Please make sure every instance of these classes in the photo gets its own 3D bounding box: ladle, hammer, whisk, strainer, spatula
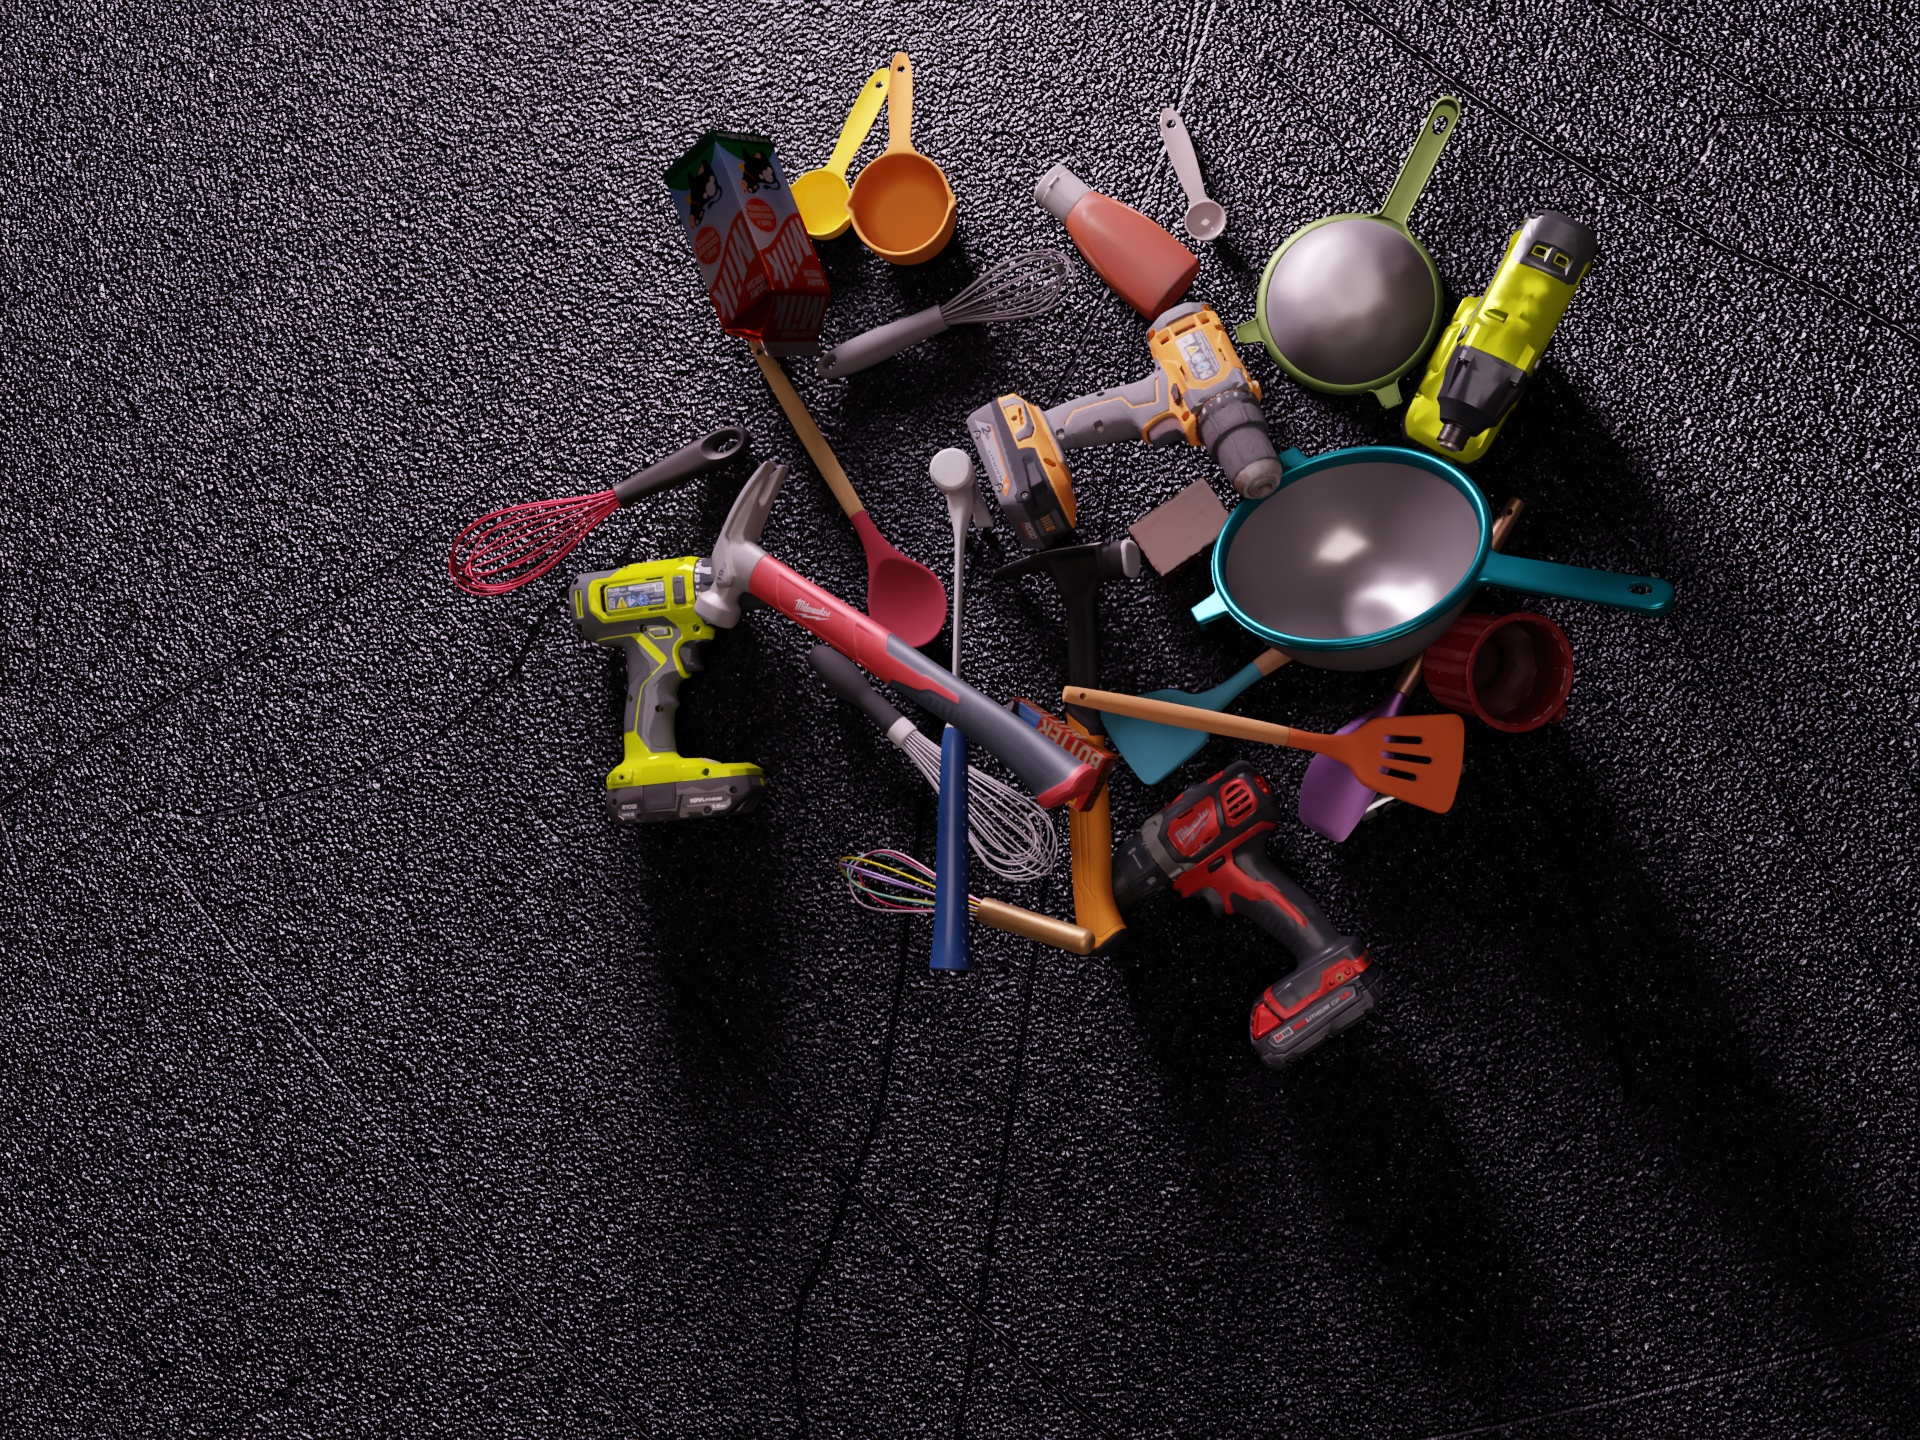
[{"bbox_3d":[-0.104,-0.200,1.383,0.069,0.031,0.315,-31,83,6],"label":"ladle"},{"bbox_3d":[-0.002,-0.004,1.287,0.035,0.144,0.405,0,84,8],"label":"hammer"},{"bbox_3d":[-0.015,-0.342,1.360,0.239,0.055,0.055,-20,87,13],"label":"whisk"},{"bbox_3d":[0.002,0.153,1.326,0.245,0.051,0.047,14,117,28],"label":"whisk"},{"bbox_3d":[0.096,0.025,1.309,0.127,0.034,0.337,-6,84,33],"label":"hammer"},{"bbox_3d":[0.341,-0.391,1.285,0.151,0.069,0.256,27,96,9],"label":"strainer"},{"bbox_3d":[0.240,0.007,1.269,0.322,0.041,0.081,11,86,-7],"label":"spatula"},{"bbox_3d":[0.363,-0.097,1.211,0.340,0.095,0.211,14,59,32],"label":"strainer"},{"bbox_3d":[0.371,-0.045,1.300,0.060,0.018,0.316,33,93,24],"label":"spatula"},{"bbox_3d":[0.267,-0.059,1.310,0.317,0.044,0.082,-34,67,6],"label":"spatula"},{"bbox_3d":[-0.026,0.031,1.355,0.285,0.070,0.070,43,97,12],"label":"whisk"},{"bbox_3d":[-0.047,-0.060,1.232,0.387,0.038,0.143,33,106,27],"label":"hammer"},{"bbox_3d":[-0.320,-0.190,1.406,0.296,0.073,0.073,-25,86,3],"label":"whisk"}]

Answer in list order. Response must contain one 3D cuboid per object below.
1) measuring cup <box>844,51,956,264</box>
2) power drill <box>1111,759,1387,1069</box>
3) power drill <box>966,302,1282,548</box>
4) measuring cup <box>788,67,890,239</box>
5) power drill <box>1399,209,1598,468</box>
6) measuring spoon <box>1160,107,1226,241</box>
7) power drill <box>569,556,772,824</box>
[{"bbox_3d":[-0.047,-0.476,1.361,0.095,0.052,0.173,0,88,10],"label":"measuring cup"},{"bbox_3d":[0.219,0.170,1.303,0.188,0.080,0.227,-36,80,15],"label":"power drill"},{"bbox_3d":[0.137,-0.222,1.289,0.226,0.084,0.186,-24,60,7],"label":"power drill"},{"bbox_3d":[-0.097,-0.491,1.382,0.062,0.029,0.156,27,92,9],"label":"measuring cup"},{"bbox_3d":[0.395,-0.268,1.197,0.080,0.223,0.171,28,94,9],"label":"power drill"},{"bbox_3d":[0.193,-0.459,1.341,0.034,0.018,0.124,-18,80,9],"label":"measuring spoon"},{"bbox_3d":[-0.233,-0.030,1.380,0.190,0.080,0.228,-6,86,9],"label":"power drill"}]
